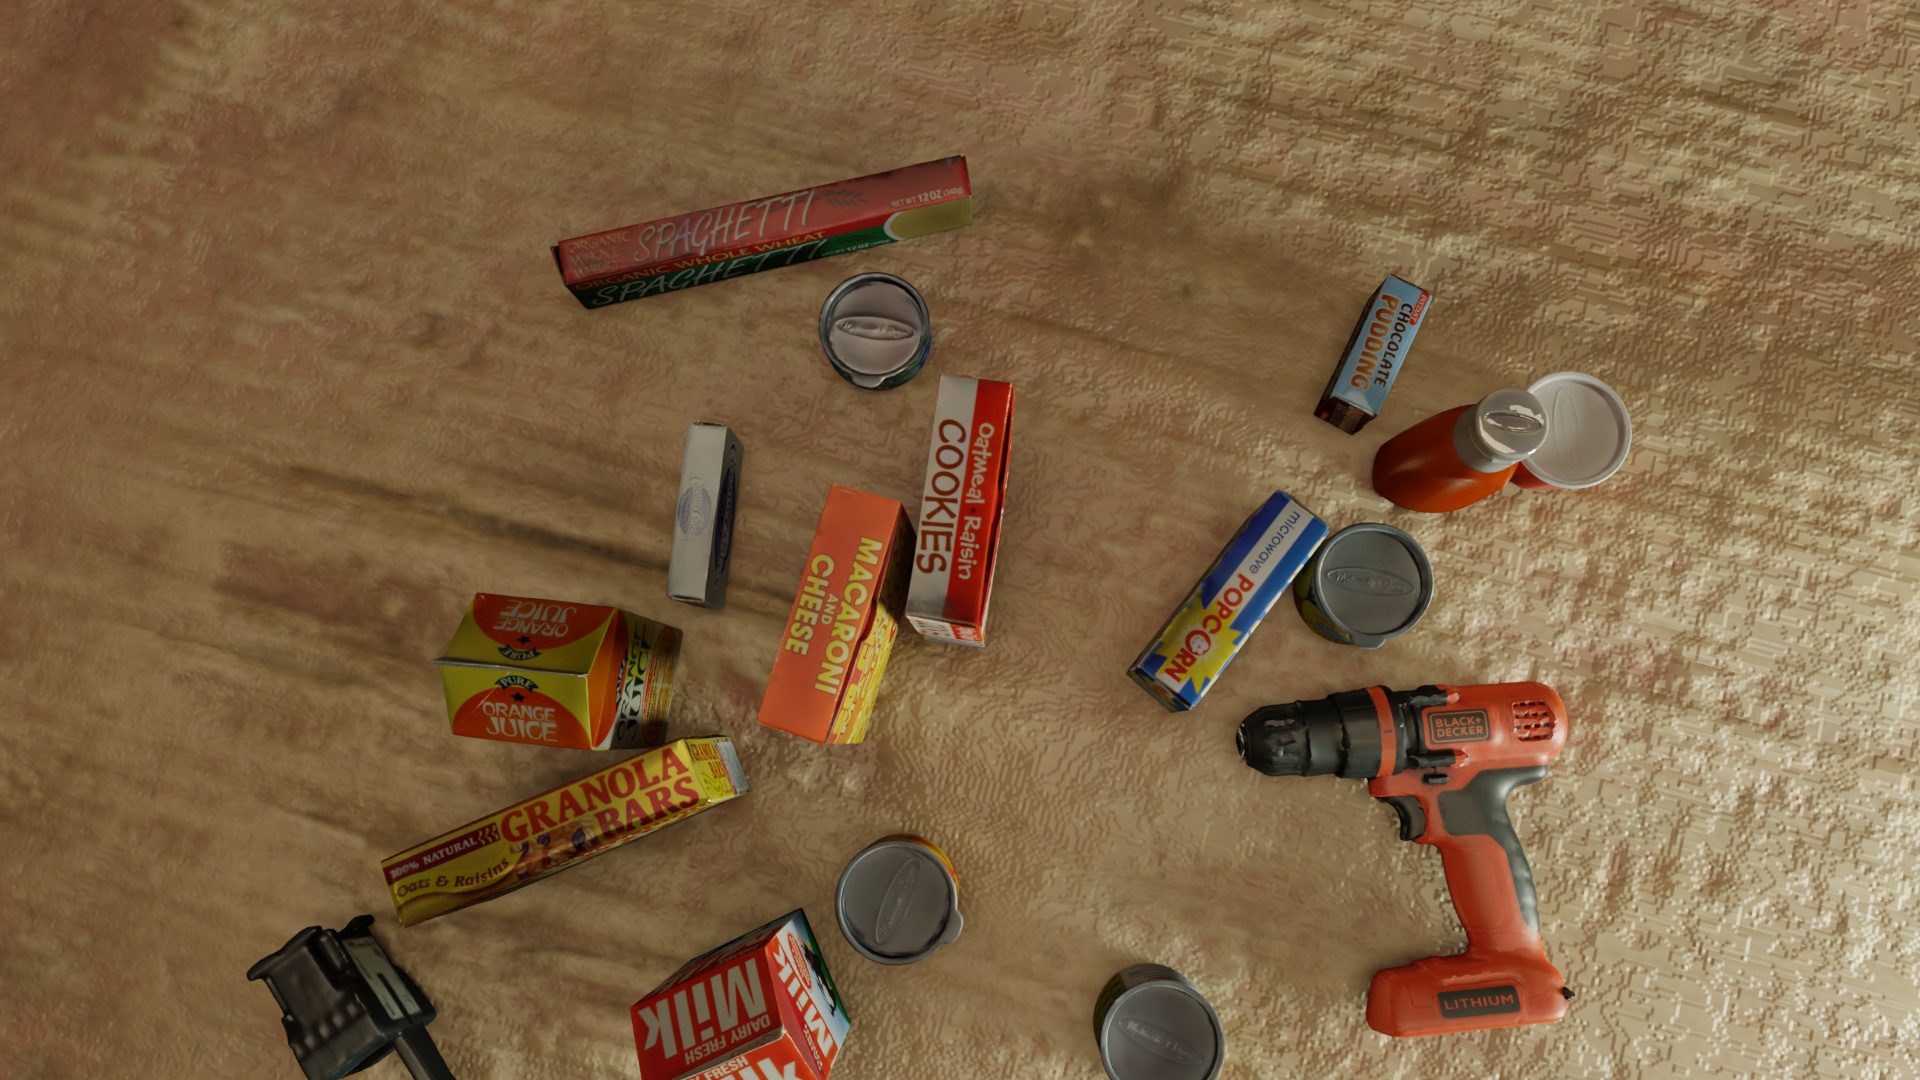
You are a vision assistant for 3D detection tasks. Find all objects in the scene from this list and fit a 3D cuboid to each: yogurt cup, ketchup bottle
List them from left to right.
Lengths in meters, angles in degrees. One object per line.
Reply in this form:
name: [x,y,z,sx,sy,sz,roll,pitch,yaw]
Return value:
ketchup bottle: [0.275,-0.047,0.759,0.065,0.148,0.043,9,82,3]
yogurt cup: [0.345,-0.060,0.807,0.072,0.054,0.072,0,82,1]

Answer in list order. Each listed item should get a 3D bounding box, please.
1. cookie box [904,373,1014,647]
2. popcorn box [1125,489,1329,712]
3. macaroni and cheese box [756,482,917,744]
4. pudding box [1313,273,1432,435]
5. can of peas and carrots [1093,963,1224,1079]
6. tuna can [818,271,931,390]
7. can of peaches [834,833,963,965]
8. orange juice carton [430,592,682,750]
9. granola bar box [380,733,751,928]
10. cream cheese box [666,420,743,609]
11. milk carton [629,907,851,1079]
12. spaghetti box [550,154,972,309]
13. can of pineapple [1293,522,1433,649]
cookie box: [0.003,-0.009,0.749,0.040,0.167,0.123,7,82,2]
popcorn box: [0.148,0.036,0.781,0.038,0.085,0.127,38,84,6]
macaroni and cheese box: [-0.059,0.045,0.743,0.040,0.166,0.124,17,83,3]
pudding box: [0.243,-0.109,0.818,0.030,0.049,0.084,26,83,5]
can of peas and carrots: [0.106,0.272,0.760,0.071,0.058,0.071,0,82,1]
tuna can: [-0.051,-0.122,0.835,0.071,0.033,0.071,0,82,1]
can of peaches: [-0.032,0.199,0.774,0.071,0.058,0.071,0,82,1]
orange juice carton: [-0.206,0.071,0.728,0.072,0.192,0.073,7,82,2]
granola bar box: [-0.206,0.153,0.751,0.166,0.124,0.039,-22,82,-2]
cream cheese box: [-0.148,-0.013,0.810,0.024,0.053,0.104,5,82,2]
milk carton: [-0.109,0.244,0.702,0.072,0.190,0.073,-25,82,-2]
spaghetti box: [-0.116,-0.185,0.837,0.250,0.050,0.029,-13,82,-1]
can of pineapple: [0.228,0.027,0.794,0.071,0.058,0.071,0,82,1]
